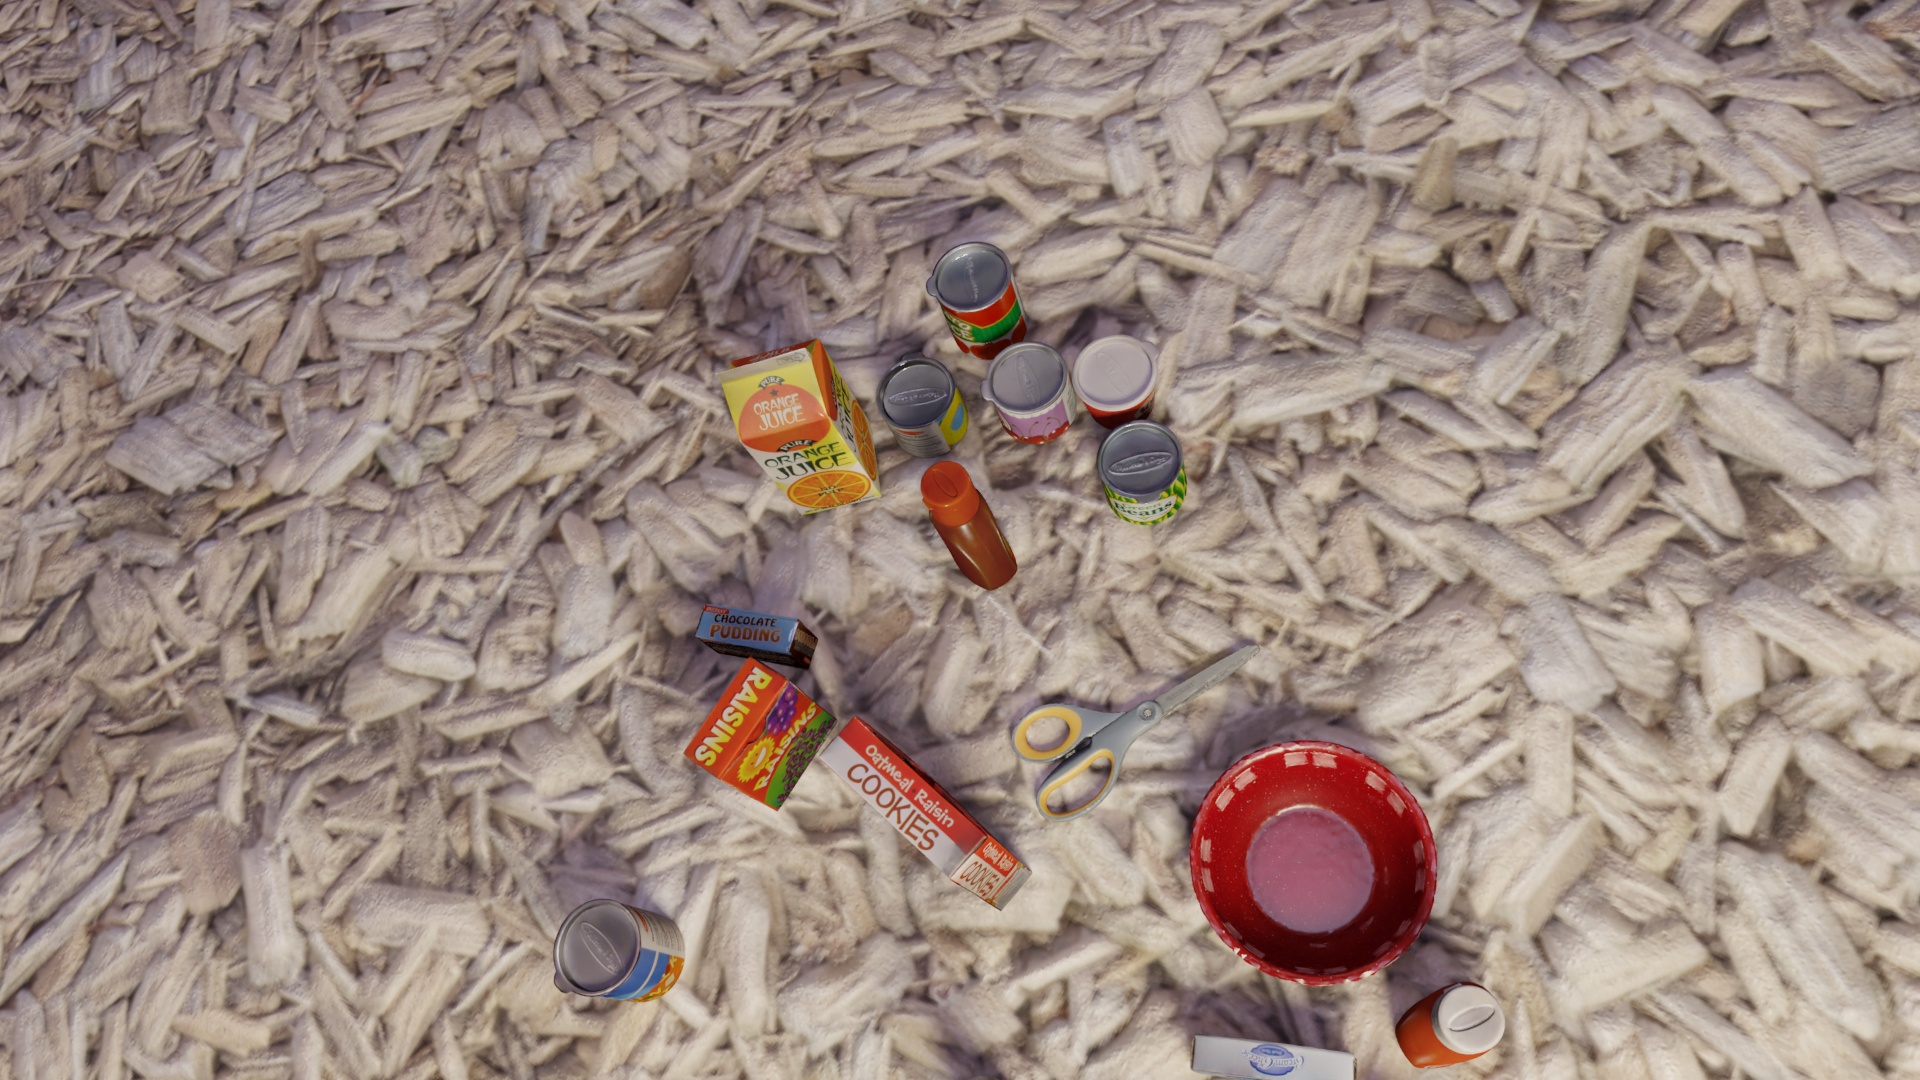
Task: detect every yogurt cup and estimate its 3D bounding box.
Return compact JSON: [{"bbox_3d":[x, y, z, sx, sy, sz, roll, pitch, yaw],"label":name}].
[{"bbox_3d":[0.127,-0.124,1.117,0.072,0.053,0.072,-5,67,11],"label":"yogurt cup"}]

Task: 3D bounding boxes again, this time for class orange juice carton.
[{"bbox_3d":[-0.124,-0.094,1.086,0.072,0.192,0.073,-13,66,8],"label":"orange juice carton"}]

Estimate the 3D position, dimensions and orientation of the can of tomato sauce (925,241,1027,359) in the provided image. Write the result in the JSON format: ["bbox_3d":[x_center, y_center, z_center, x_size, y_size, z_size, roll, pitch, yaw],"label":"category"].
[{"bbox_3d":[0.015,-0.197,1.157,0.071,0.083,0.071,-5,67,11],"label":"can of tomato sauce"}]

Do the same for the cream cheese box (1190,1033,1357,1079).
[{"bbox_3d":[0.204,0.341,0.906,0.104,0.053,0.024,2,69,14],"label":"cream cheese box"}]

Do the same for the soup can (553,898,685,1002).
[{"bbox_3d":[-0.248,0.301,1.010,0.071,0.083,0.071,-5,67,11],"label":"soup can"}]

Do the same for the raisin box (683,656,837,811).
[{"bbox_3d":[-0.145,0.146,1.029,0.040,0.123,0.086,30,77,22],"label":"raisin box"}]

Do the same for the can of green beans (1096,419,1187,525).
[{"bbox_3d":[0.142,-0.052,1.081,0.071,0.057,0.071,-5,67,11],"label":"can of green beans"}]

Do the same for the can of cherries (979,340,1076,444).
[{"bbox_3d":[0.056,-0.119,1.129,0.071,0.058,0.072,-5,67,11],"label":"can of cherries"}]

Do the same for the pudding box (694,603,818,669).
[{"bbox_3d":[-0.161,0.076,1.102,0.084,0.049,0.030,9,71,16],"label":"pudding box"}]

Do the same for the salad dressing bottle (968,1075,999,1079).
[{"bbox_3d":[0.013,0.374,0.884,0.044,0.147,0.064,-33,65,-1],"label":"salad dressing bottle"}]

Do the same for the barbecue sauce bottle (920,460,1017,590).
[{"bbox_3d":[0.004,-0.013,1.047,0.044,0.148,0.065,-38,65,-4],"label":"barbecue sauce bottle"}]

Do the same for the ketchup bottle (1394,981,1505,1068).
[{"bbox_3d":[0.303,0.296,0.850,0.065,0.148,0.044,-26,65,2],"label":"ketchup bottle"}]

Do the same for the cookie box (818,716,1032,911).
[{"bbox_3d":[-0.020,0.191,0.957,0.123,0.167,0.040,38,81,23],"label":"cookie box"}]

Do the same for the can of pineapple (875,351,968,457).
[{"bbox_3d":[-0.030,-0.111,1.145,0.071,0.057,0.071,-5,67,11],"label":"can of pineapple"}]
